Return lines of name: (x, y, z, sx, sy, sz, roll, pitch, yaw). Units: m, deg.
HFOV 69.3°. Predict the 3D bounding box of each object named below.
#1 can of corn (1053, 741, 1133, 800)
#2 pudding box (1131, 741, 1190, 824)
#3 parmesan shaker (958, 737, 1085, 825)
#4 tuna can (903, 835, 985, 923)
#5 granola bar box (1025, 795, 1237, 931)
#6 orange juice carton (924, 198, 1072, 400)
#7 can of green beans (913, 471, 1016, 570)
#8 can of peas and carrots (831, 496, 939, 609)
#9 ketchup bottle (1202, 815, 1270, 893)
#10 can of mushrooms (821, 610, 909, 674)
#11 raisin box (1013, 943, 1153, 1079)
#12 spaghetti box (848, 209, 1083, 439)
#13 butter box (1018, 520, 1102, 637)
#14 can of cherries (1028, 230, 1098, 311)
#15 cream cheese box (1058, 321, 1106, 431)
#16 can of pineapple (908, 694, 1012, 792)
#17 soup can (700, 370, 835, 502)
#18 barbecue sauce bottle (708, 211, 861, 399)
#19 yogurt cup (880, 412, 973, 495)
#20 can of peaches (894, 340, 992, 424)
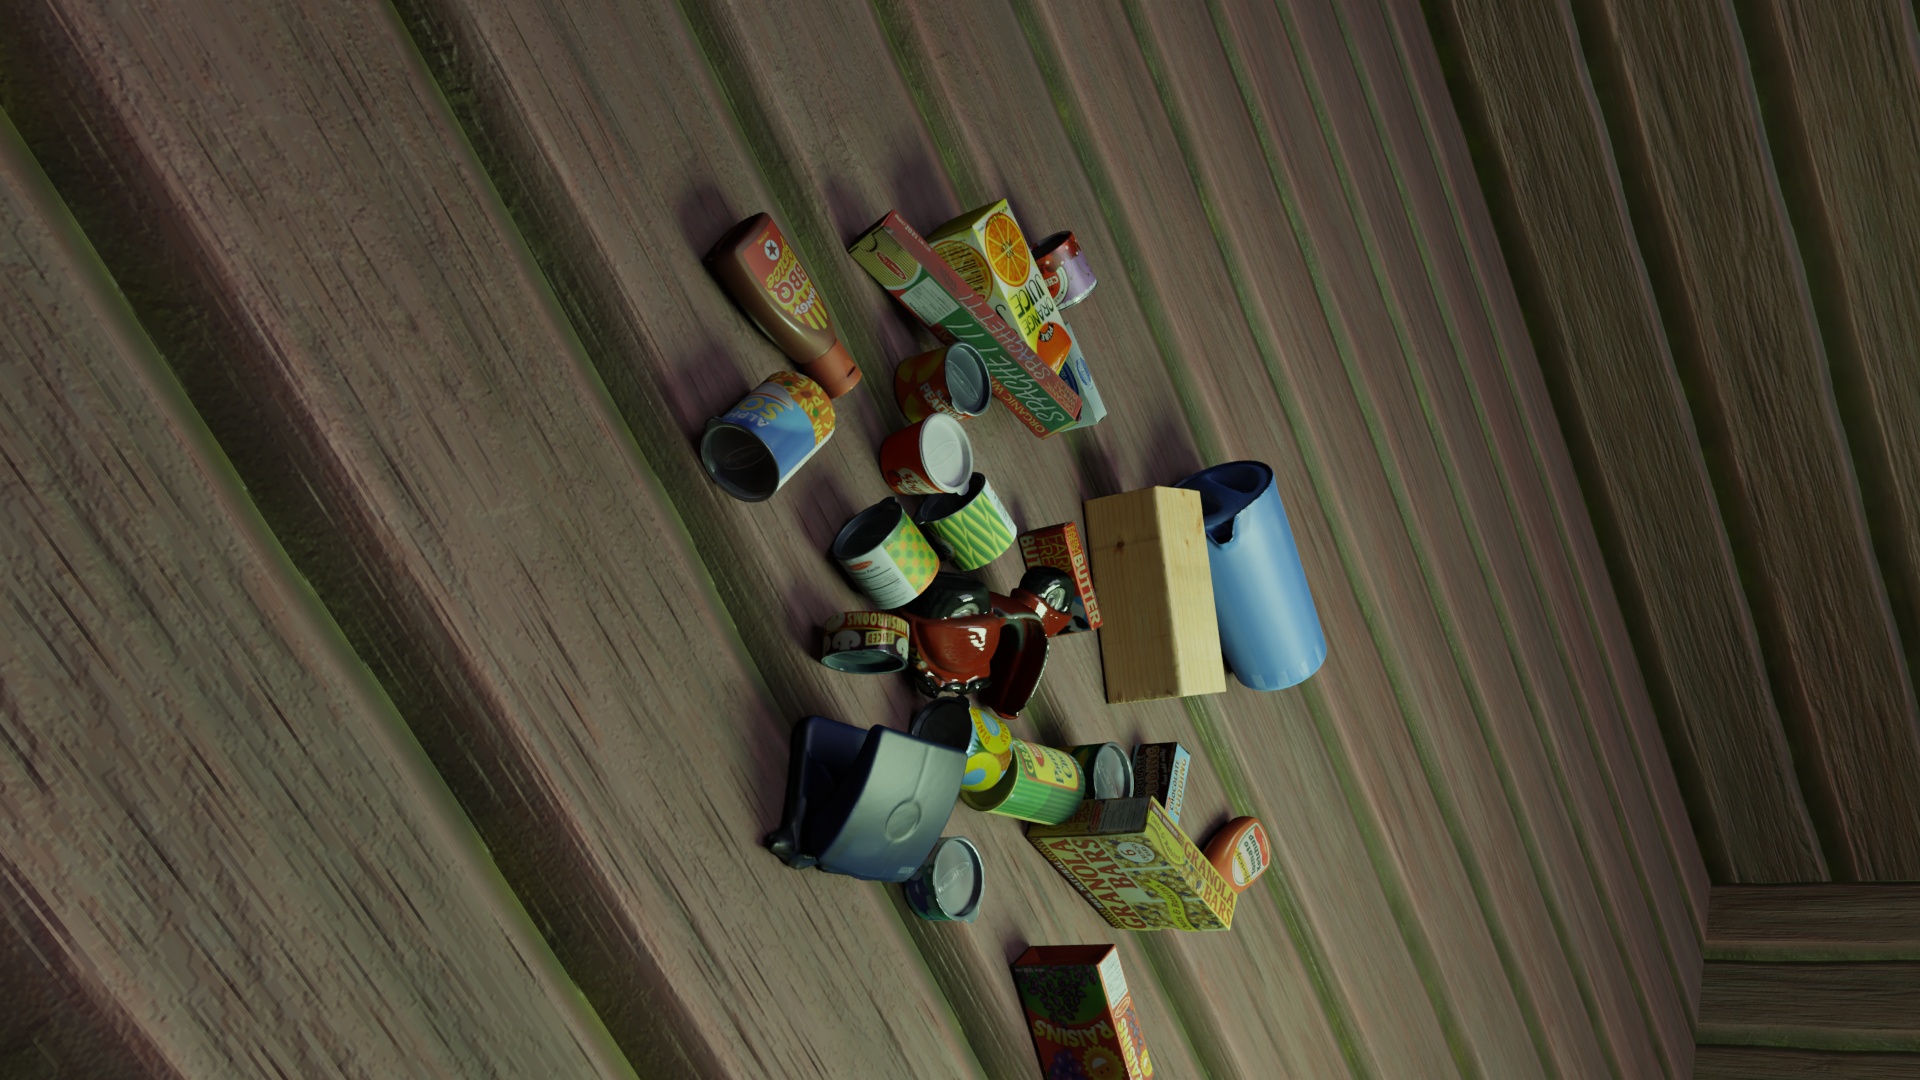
can of corn: (0.115, 0.221, 1.270, 0.071, 0.058, 0.071, 19, 66, -49)
pudding box: (0.193, 0.242, 1.372, 0.030, 0.049, 0.084, 47, 47, -37)
parmesan shaker: (0.051, 0.203, 1.188, 0.103, 0.071, 0.071, 23, 62, -48)
tuna can: (-0.012, 0.273, 1.111, 0.071, 0.032, 0.071, 19, 66, -49)
granola bar box: (0.155, 0.293, 1.245, 0.165, 0.124, 0.039, 50, 45, -32)
orange juice carton: (0.039, -0.207, 1.282, 0.072, 0.073, 0.192, -50, 120, -47)
can of green beans: (0.006, -0.016, 1.190, 0.057, 0.071, 0.071, 58, 41, -26)
can of peas and carrots: (-0.058, 0.010, 1.100, 0.058, 0.071, 0.071, 55, 43, -29)
ketchup bottle: (0.275, 0.344, 1.455, 0.149, 0.043, 0.064, -21, 97, -52)
can of mushrooms: (-0.071, 0.078, 1.059, 0.071, 0.071, 0.033, 26, 59, -46)
raisin box: (0.104, 0.407, 1.179, 0.040, 0.086, 0.123, -25, 100, -57)
spaghetti box: (0.008, -0.184, 1.214, 0.249, 0.050, 0.029, 42, 48, -21)
butter box: (0.094, 0.037, 1.299, 0.024, 0.053, 0.103, -21, 97, -55)
can of cherries: (0.093, -0.264, 1.374, 0.058, 0.071, 0.072, 59, 41, -23)
cream cheese box: (0.099, -0.159, 1.362, 0.024, 0.053, 0.103, -43, 114, -47)
can of pineapple: (0.002, 0.165, 1.129, 0.058, 0.071, 0.071, 31, 57, -45)
soup can: (-0.141, -0.080, 1.018, 0.071, 0.071, 0.084, 61, 39, -21)
barbecue sauce bottle: (-0.132, -0.177, 1.077, 0.148, 0.043, 0.065, 55, 42, -27)
yogurt cup: (-0.030, -0.069, 1.168, 0.072, 0.054, 0.072, 19, 65, -49)
can of peaches: (-0.016, -0.132, 1.202, 0.071, 0.058, 0.071, 18, 66, -49)
